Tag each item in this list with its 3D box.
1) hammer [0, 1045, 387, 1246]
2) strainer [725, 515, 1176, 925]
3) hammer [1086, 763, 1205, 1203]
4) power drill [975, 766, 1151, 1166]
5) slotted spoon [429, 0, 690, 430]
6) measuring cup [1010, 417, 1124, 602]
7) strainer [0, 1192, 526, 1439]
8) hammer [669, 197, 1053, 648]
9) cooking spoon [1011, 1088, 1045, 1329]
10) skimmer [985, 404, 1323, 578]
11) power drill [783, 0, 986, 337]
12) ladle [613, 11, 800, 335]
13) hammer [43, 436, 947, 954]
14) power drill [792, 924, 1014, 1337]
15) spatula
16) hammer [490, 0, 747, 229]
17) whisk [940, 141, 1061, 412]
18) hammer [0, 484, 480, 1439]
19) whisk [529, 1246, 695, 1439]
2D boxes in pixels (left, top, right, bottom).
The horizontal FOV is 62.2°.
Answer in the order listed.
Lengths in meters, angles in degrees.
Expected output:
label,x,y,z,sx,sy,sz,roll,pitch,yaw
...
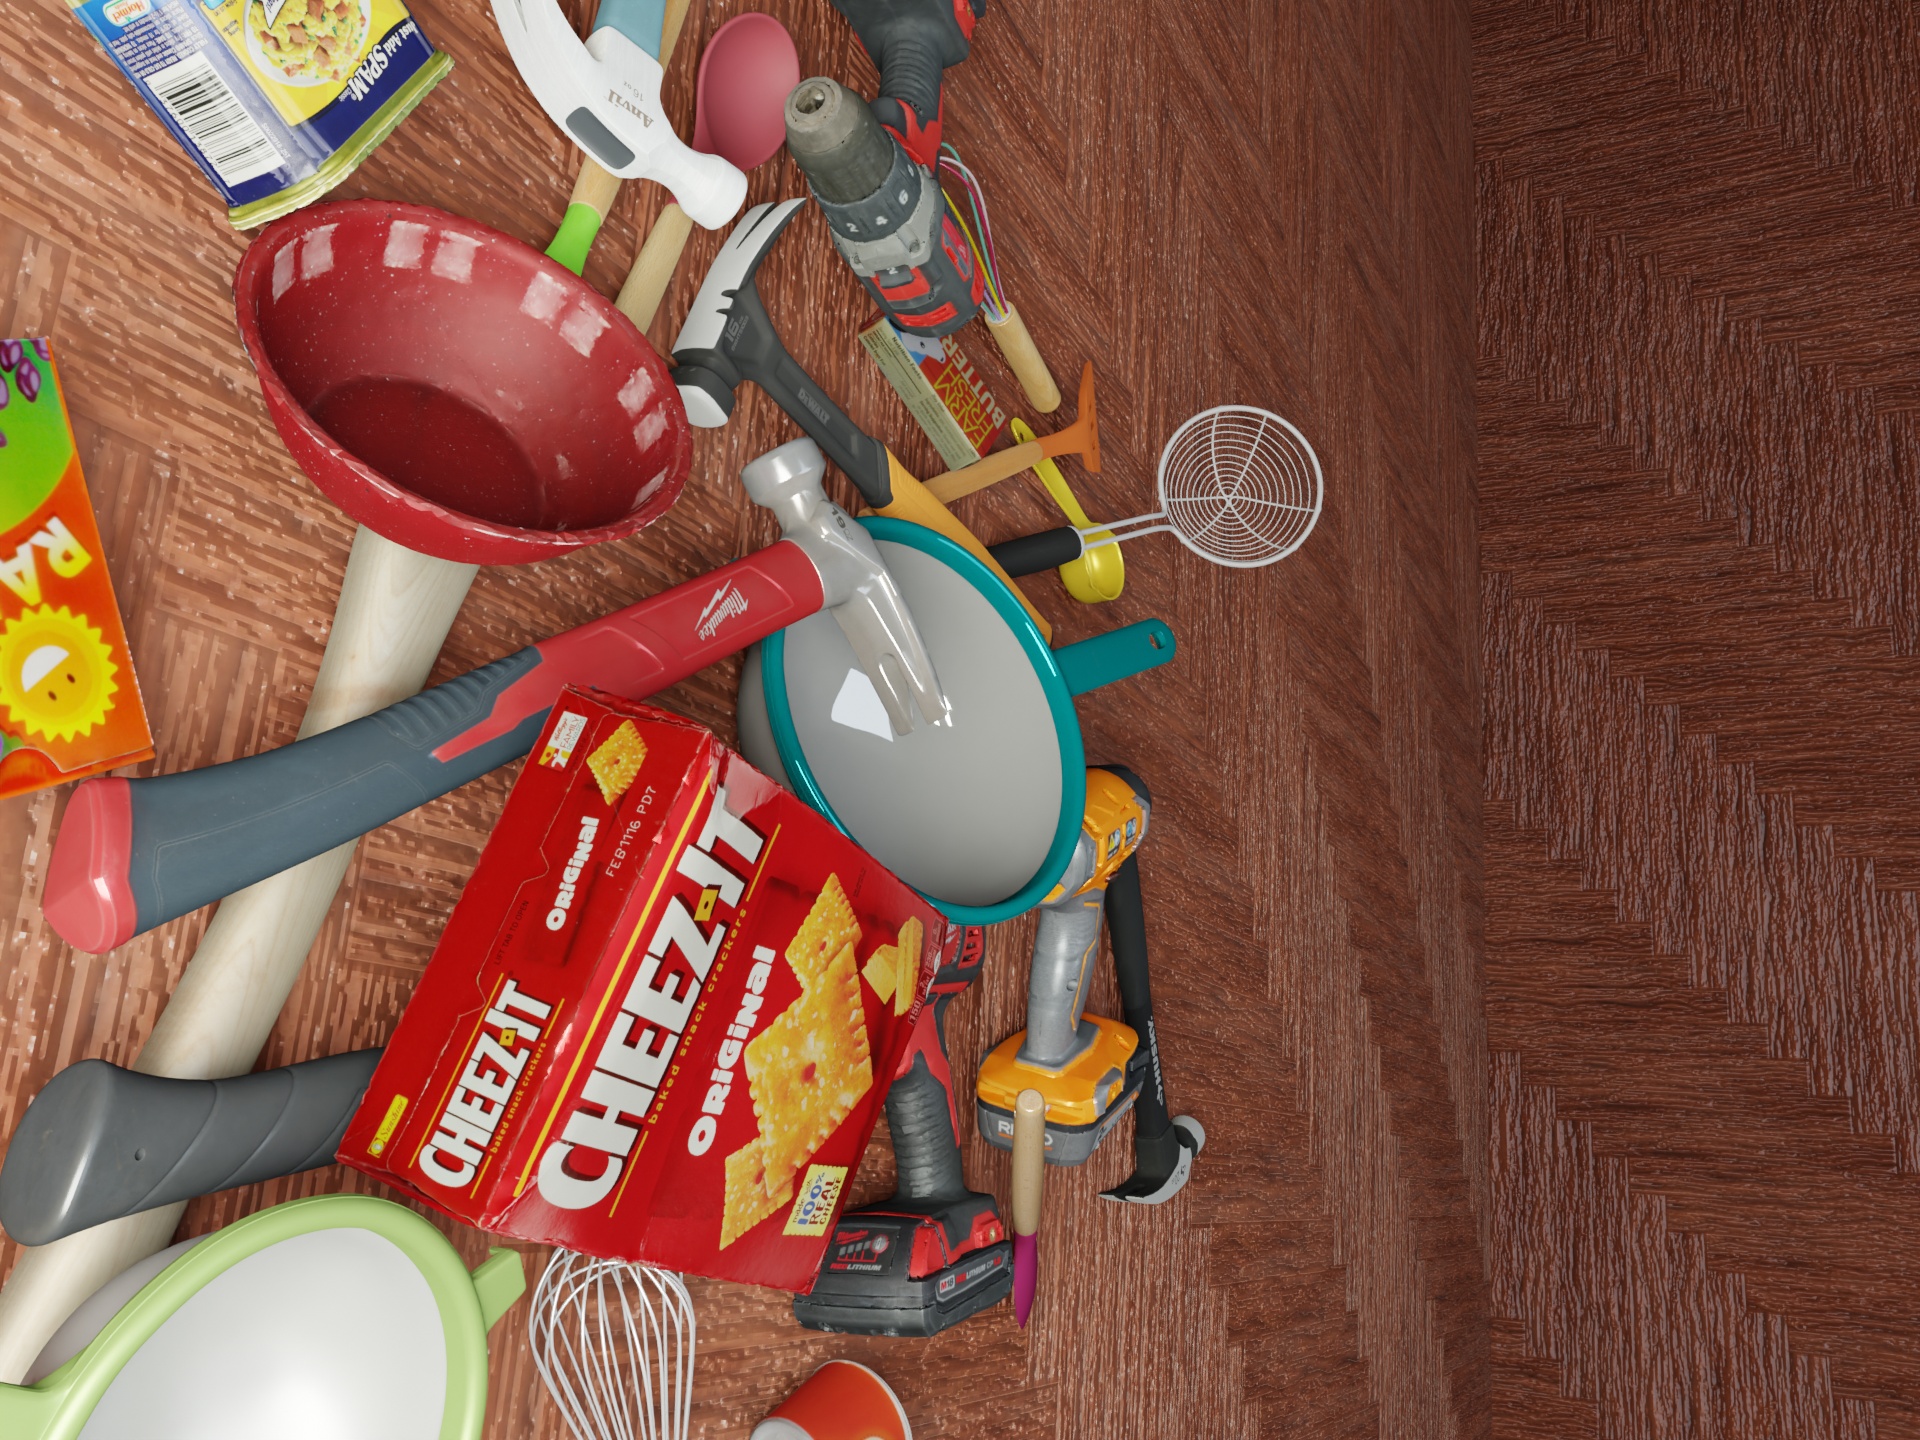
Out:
label,x,y,z,sx,sy,sz,roll,pitch,yaw
hammer,-0.162,0.133,0.589,0.408,0.036,0.149,12,78,-68
strainer,-0.001,-0.003,0.852,0.340,0.095,0.211,-19,85,-51
hammer,0.127,0.194,1.178,0.146,0.035,0.334,-23,107,-62
power drill,0.075,0.141,0.994,0.164,0.084,0.226,-26,122,-60
slotted spoon,-0.159,-0.242,0.701,0.070,0.031,0.314,47,45,-46
measuring cup,0.068,-0.148,1.132,0.156,0.029,0.062,54,41,-27
strainer,-0.226,0.172,0.389,0.256,0.069,0.152,51,51,-50
hammer,-0.033,-0.130,0.880,0.336,0.034,0.127,44,58,-48
cooking spoon,0.037,0.273,0.890,0.318,0.017,0.069,87,2,-55
skimmer,0.132,-0.147,1.110,0.363,0.090,0.127,-21,83,-49
power drill,-0.042,-0.337,0.834,0.187,0.080,0.227,38,48,-66
ladle,-0.138,-0.216,0.739,0.069,0.031,0.316,57,41,-49
hammer,-0.137,0.000,0.584,0.386,0.038,0.143,-34,98,-54
power drill,-0.035,0.197,0.832,0.143,0.078,0.220,13,72,-62
spatula,0.027,-0.167,1.025,0.322,0.041,0.081,-31,121,-50
hammer,-0.137,-0.392,0.733,0.128,0.033,0.331,26,59,-41
whisk,0.016,-0.280,1.027,0.244,0.047,0.051,49,57,-55
hammer,-0.230,0.095,0.513,0.146,0.038,0.411,54,41,-47
whisk,-0.128,0.331,0.660,0.070,0.070,0.284,-35,122,-58
